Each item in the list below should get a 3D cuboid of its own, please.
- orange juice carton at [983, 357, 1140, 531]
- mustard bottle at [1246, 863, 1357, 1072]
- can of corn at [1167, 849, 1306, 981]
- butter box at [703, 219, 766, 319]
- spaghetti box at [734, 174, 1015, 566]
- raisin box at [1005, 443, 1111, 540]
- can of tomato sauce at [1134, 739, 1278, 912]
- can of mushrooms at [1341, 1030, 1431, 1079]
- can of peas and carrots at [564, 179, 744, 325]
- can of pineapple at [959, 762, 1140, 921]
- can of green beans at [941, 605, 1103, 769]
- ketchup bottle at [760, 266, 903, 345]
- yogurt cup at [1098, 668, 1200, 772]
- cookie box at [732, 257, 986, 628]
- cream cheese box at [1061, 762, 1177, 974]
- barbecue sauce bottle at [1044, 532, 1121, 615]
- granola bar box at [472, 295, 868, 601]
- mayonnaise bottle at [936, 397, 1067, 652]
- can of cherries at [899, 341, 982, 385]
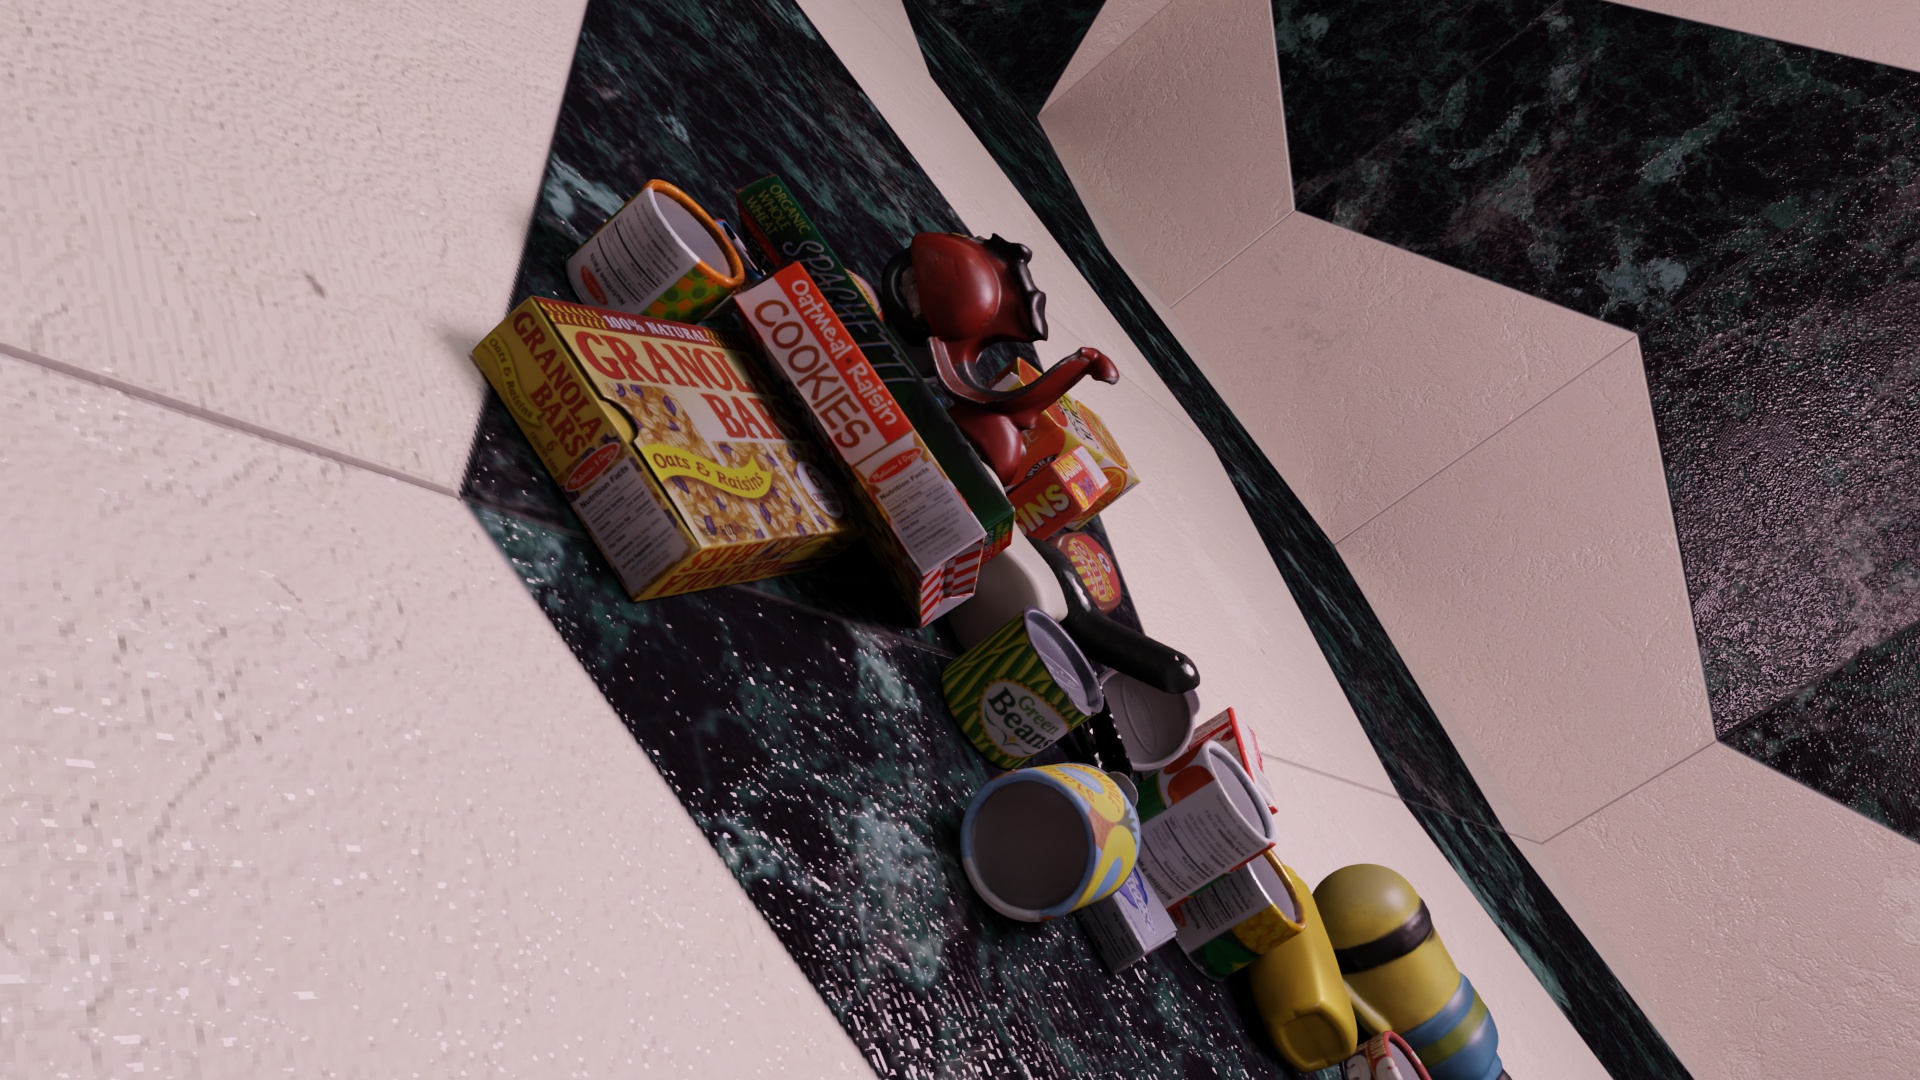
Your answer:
[{"bbox_3d":[0.058,-0.076,1.069,0.192,0.071,0.073,25,32,-56],"label":"orange juice carton"},{"bbox_3d":[0.194,0.240,0.832,0.065,0.049,0.161,58,14,-20],"label":"mustard bottle"},{"bbox_3d":[0.154,0.205,0.784,0.071,0.058,0.071,46,19,-20],"label":"can of corn"},{"bbox_3d":[-0.144,-0.155,0.790,0.053,0.024,0.104,52,17,-4],"label":"butter box"},{"bbox_3d":[-0.050,-0.096,0.762,0.250,0.029,0.050,55,-13,18],"label":"spaghetti box"},{"bbox_3d":[0.047,-0.019,0.905,0.040,0.086,0.124,54,17,0],"label":"raisin box"},{"bbox_3d":[0.118,0.155,0.748,0.071,0.083,0.071,46,19,-20],"label":"can of tomato sauce"},{"bbox_3d":[0.265,0.336,0.851,0.071,0.033,0.071,45,19,-21],"label":"can of mushrooms"},{"bbox_3d":[-0.148,-0.134,0.683,0.071,0.058,0.071,46,18,-20],"label":"can of peas and carrots"},{"bbox_3d":[0.041,0.133,0.624,0.071,0.071,0.058,59,18,19],"label":"can of pineapple"},{"bbox_3d":[0.032,0.077,0.726,0.071,0.057,0.071,46,18,-20],"label":"can of green beans"},{"bbox_3d":[-0.079,-0.153,0.922,0.065,0.043,0.149,59,18,10],"label":"ketchup bottle"},{"bbox_3d":[0.114,0.107,0.868,0.072,0.072,0.054,55,9,8],"label":"yogurt cup"},{"bbox_3d":[-0.050,-0.046,0.707,0.167,0.040,0.122,56,-10,12],"label":"cookie box"},{"bbox_3d":[0.066,0.163,0.701,0.104,0.024,0.053,58,18,17],"label":"cream cheese box"},{"bbox_3d":[0.066,0.029,0.931,0.065,0.043,0.149,62,19,7],"label":"barbecue sauce bottle"},{"bbox_3d":[-0.118,-0.041,0.610,0.124,0.039,0.166,55,17,9],"label":"granola bar box"},{"bbox_3d":[0.003,-0.010,0.786,0.041,0.064,0.148,-4,65,-58],"label":"mayonnaise bottle"},{"bbox_3d":[-0.022,-0.150,1.019,0.071,0.071,0.058,53,18,2],"label":"can of cherries"}]
